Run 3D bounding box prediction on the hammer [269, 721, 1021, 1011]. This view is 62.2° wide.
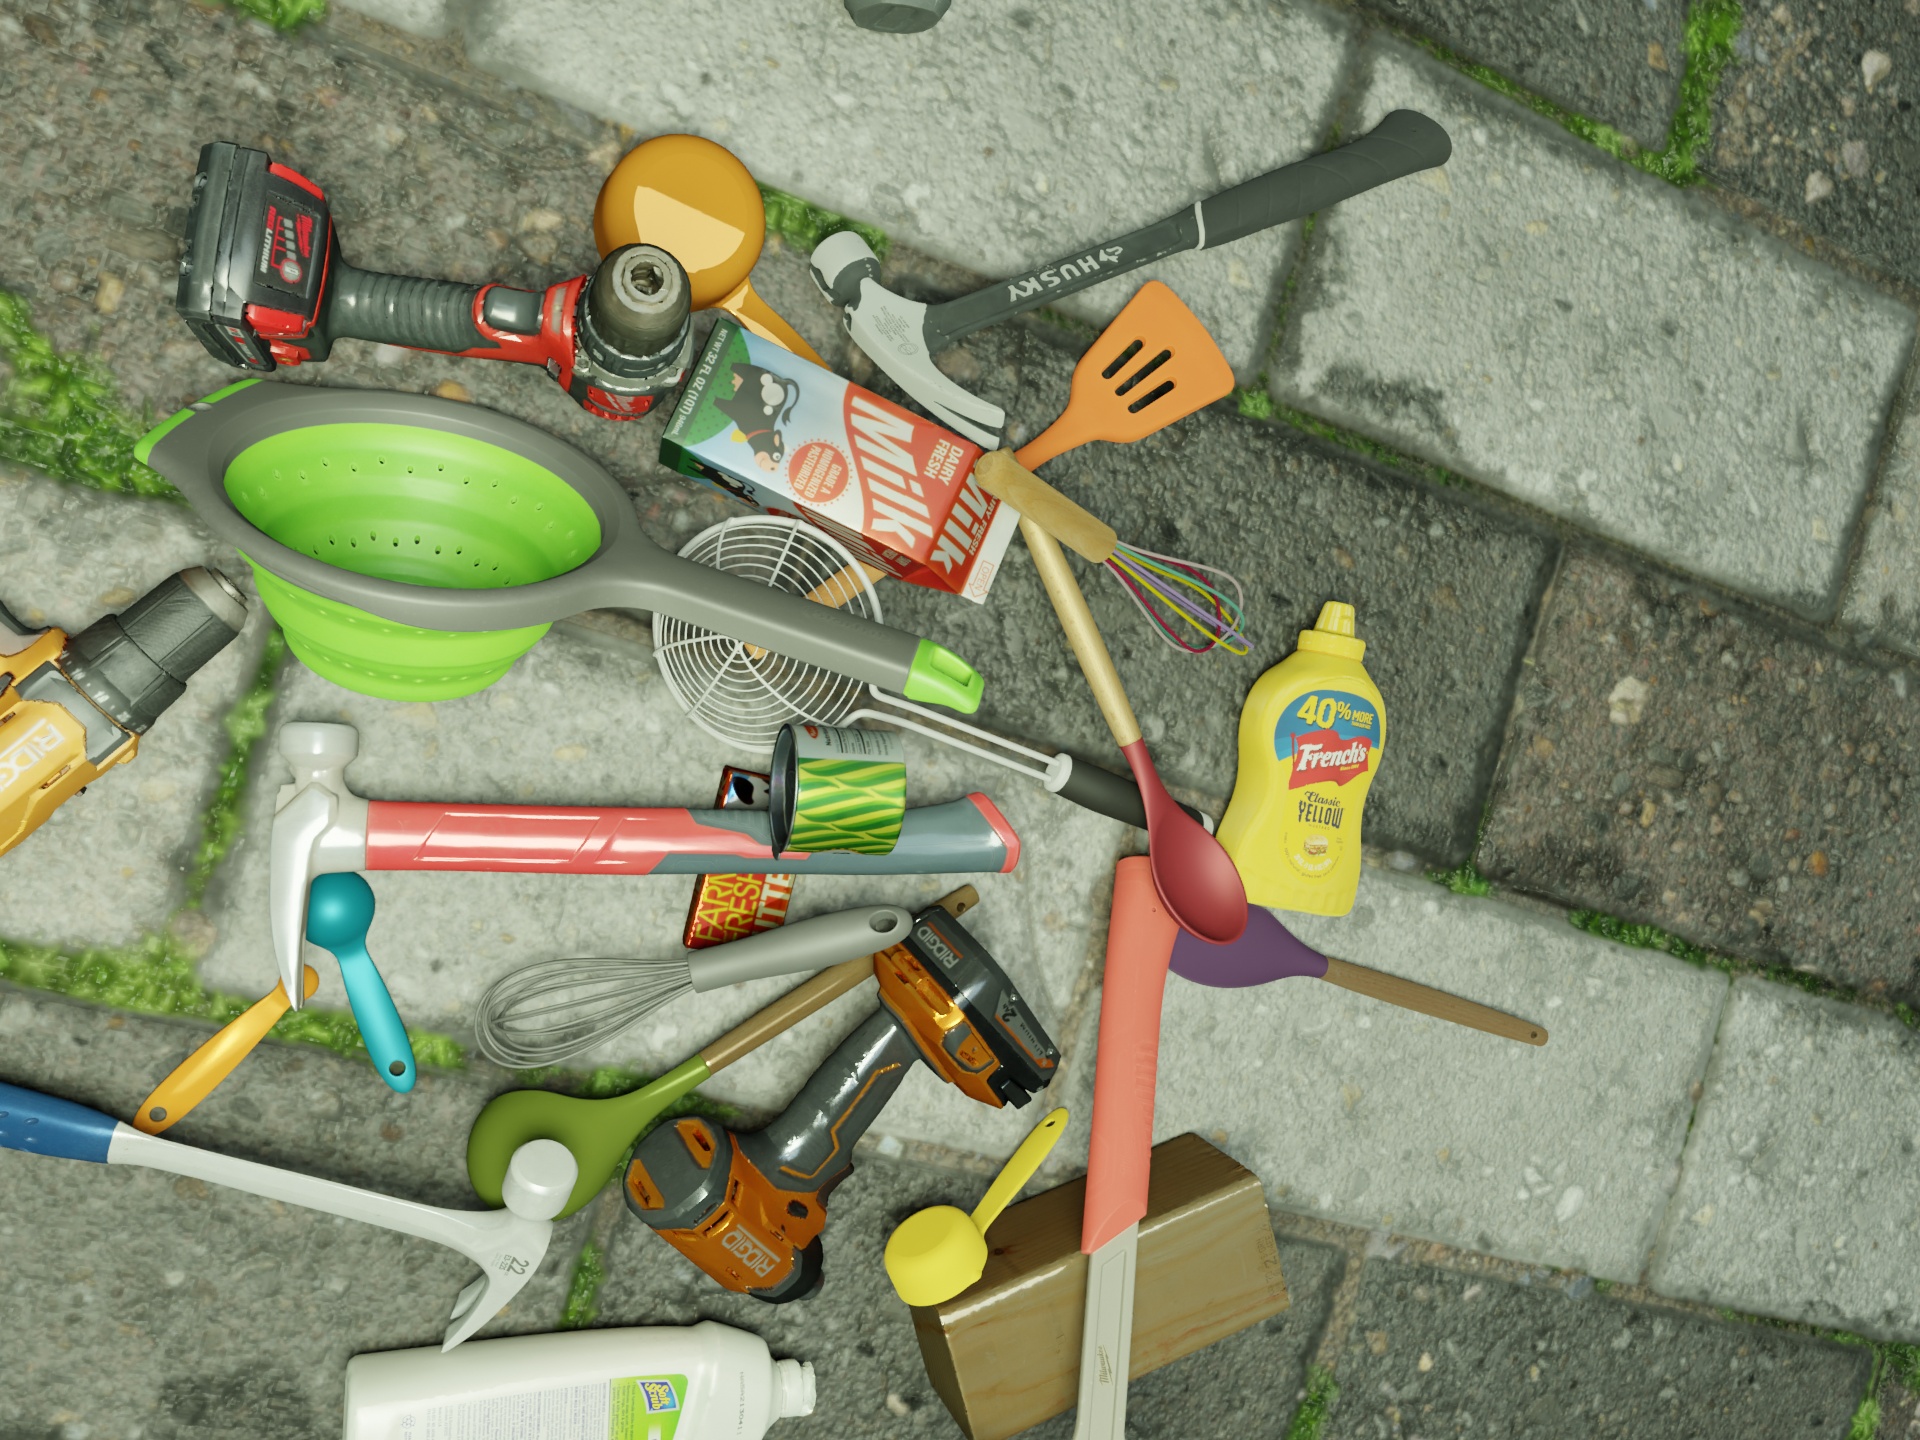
[{"bbox_3d":[-0.156,0.079,0.842,0.386,0.038,0.143,2,86,-16],"label":"hammer"}]

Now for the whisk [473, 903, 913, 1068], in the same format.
[{"bbox_3d":[-0.141,0.137,0.852,0.239,0.055,0.055,-14,100,-3],"label":"whisk"}]

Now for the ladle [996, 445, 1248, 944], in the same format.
[{"bbox_3d":[0.088,-0.011,0.915,0.069,0.031,0.315,-35,103,-45],"label":"ladle"}]

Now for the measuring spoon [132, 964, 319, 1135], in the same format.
[{"bbox_3d":[-0.377,0.170,0.816,0.117,0.011,0.021,-45,107,-11],"label":"measuring spoon"}]

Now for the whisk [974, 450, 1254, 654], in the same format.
[{"bbox_3d":[0.092,-0.092,0.906,0.244,0.051,0.047,27,61,-42],"label":"whisk"}]

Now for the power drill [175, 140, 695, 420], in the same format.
[{"bbox_3d":[-0.236,-0.199,0.745,0.226,0.188,0.080,8,88,-16],"label":"power drill"}]

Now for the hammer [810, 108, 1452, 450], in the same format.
[{"bbox_3d":[0.125,-0.278,0.919,0.409,0.036,0.149,-26,68,-21],"label":"hammer"}]

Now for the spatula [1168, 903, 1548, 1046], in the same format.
[{"bbox_3d":[0.256,0.170,1.036,0.315,0.018,0.060,18,88,-19],"label":"spatula"}]

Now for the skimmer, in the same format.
[{"bbox_3d":[-0.001,-0.003,0.913,0.363,0.090,0.127,22,106,-33],"label":"skimmer"}]

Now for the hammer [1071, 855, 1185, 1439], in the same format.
[{"bbox_3d":[0.081,0.250,0.900,0.149,0.036,0.359,10,67,-7],"label":"hammer"}]

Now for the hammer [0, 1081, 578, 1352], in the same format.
[{"bbox_3d":[-0.402,0.213,0.776,0.405,0.035,0.144,19,121,-13],"label":"hammer"}]

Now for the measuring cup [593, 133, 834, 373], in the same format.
[{"bbox_3d":[-0.118,-0.235,0.850,0.173,0.052,0.095,45,80,-15],"label":"measuring cup"}]

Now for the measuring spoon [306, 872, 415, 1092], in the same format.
[{"bbox_3d":[-0.312,0.139,0.830,0.042,0.021,0.128,-22,100,-19],"label":"measuring spoon"}]

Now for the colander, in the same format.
[{"bbox_3d":[-0.188,-0.048,0.770,0.397,0.205,0.094,19,121,-1],"label":"colander"}]

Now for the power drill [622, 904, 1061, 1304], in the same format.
[{"bbox_3d":[-0.057,0.227,0.889,0.226,0.084,0.164,-40,133,-10],"label":"power drill"}]

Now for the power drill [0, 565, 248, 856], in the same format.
[{"bbox_3d":[-0.468,-0.063,0.731,0.185,0.084,0.226,-43,111,-12],"label":"power drill"}]

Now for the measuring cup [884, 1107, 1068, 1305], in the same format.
[{"bbox_3d":[0.013,0.273,0.929,0.156,0.062,0.029,-43,115,-37],"label":"measuring cup"}]

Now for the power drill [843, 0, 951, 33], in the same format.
[{"bbox_3d":[-0.110,-0.464,0.825,0.223,0.080,0.171,-1,96,-23],"label":"power drill"}]

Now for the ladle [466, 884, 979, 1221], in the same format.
[{"bbox_3d":[-0.126,0.175,0.896,0.320,0.062,0.078,-30,111,-22],"label":"ladle"}]

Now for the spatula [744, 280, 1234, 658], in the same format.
[{"bbox_3d":[0.011,-0.133,0.911,0.322,0.041,0.081,-36,89,-12],"label":"spatula"}]
